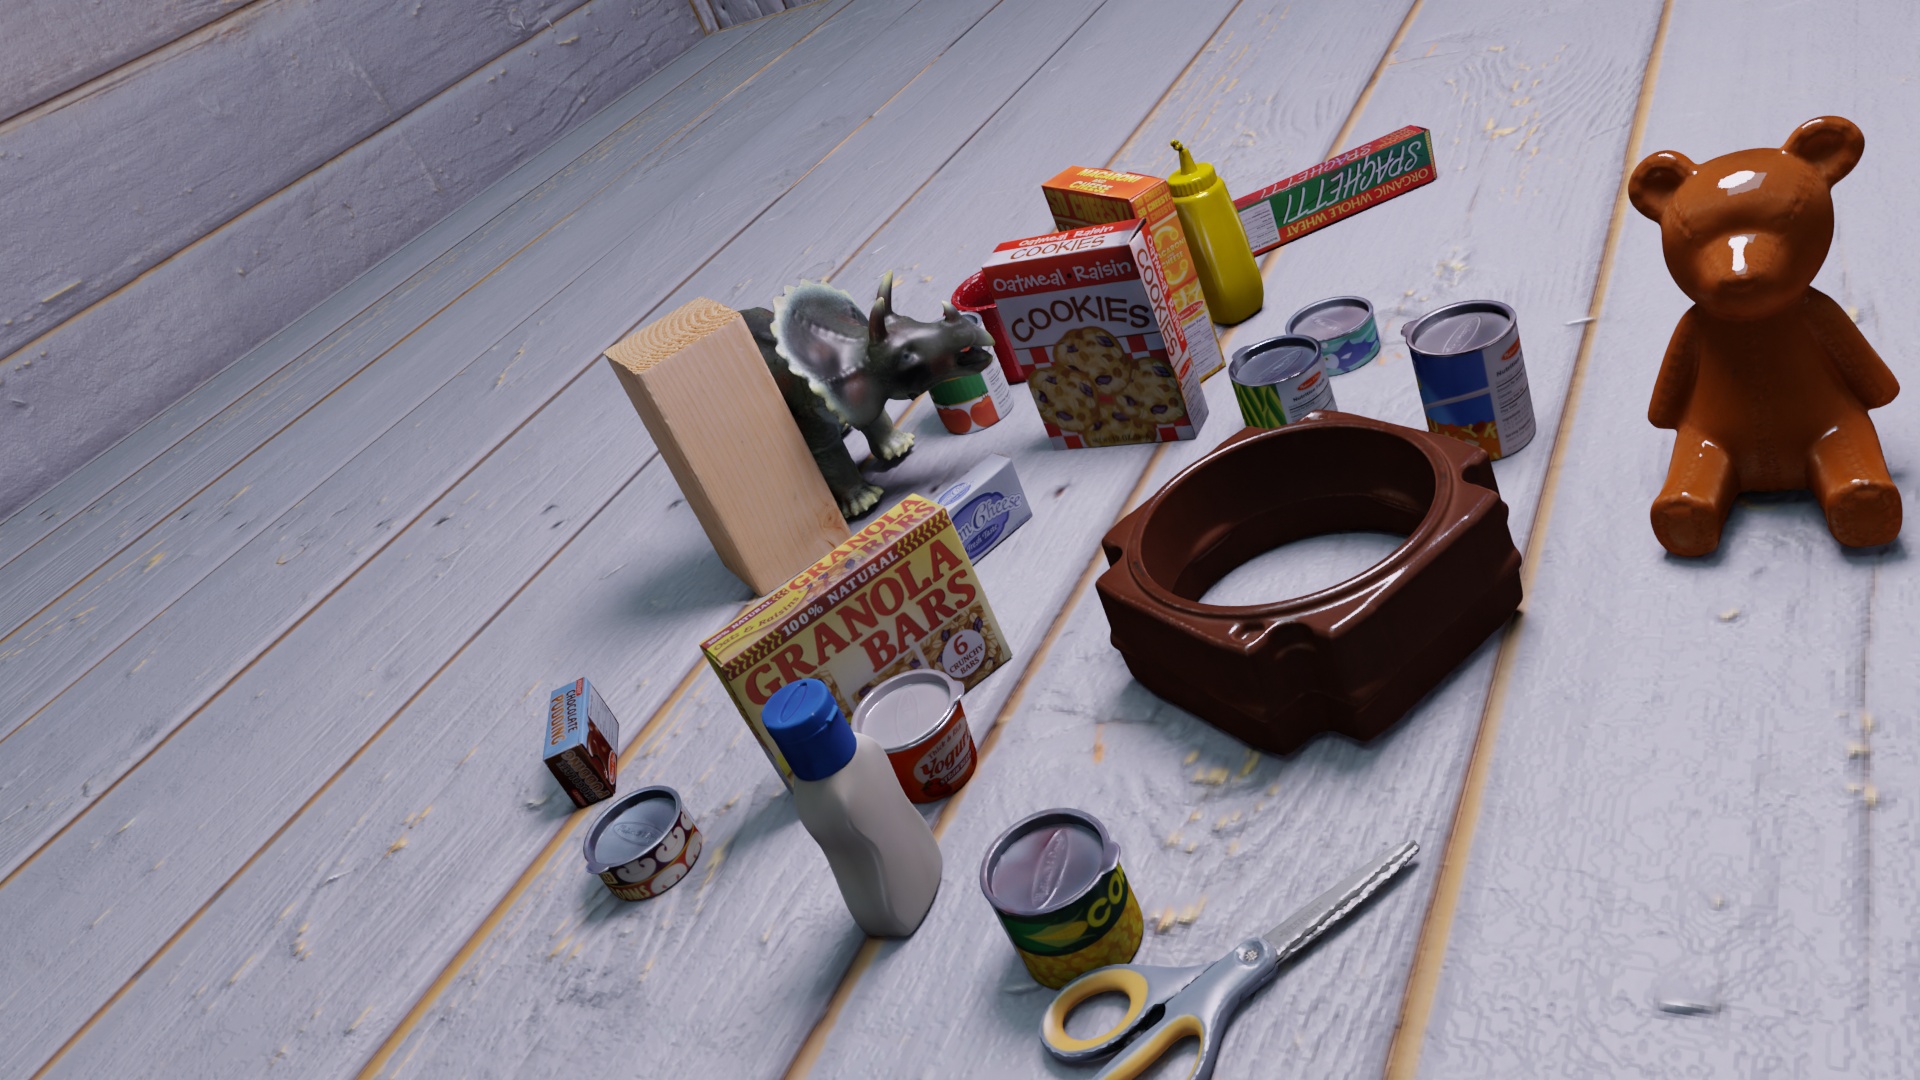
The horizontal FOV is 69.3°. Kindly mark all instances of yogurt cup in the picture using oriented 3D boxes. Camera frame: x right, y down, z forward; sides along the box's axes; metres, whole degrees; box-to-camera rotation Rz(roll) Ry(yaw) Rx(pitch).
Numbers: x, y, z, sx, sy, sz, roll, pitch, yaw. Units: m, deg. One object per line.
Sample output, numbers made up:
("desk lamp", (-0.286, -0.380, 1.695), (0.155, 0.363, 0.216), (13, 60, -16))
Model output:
("yogurt cup", (-0.024, 0.118, 0.822), (0.072, 0.053, 0.073), (-18, 31, 11))

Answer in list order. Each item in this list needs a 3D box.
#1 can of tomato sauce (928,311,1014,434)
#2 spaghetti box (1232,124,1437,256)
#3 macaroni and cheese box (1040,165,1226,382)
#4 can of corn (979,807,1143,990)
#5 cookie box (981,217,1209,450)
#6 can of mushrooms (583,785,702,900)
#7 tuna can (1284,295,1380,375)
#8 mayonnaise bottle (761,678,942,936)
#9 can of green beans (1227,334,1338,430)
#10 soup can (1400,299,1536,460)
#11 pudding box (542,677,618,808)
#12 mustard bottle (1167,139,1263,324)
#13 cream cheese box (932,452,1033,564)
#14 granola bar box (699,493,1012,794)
("can of tomato sauce", (0.000, -0.142, 1.179), (0.071, 0.082, 0.071), (-18, 31, 11))
("spaghetti box", (0.303, -0.300, 1.245), (0.250, 0.050, 0.029), (-23, 30, 2))
("macaroni and cheese box", (0.138, -0.213, 1.111), (0.040, 0.165, 0.124), (-34, 32, -16))
("can of corn", (0.052, 0.174, 0.675), (0.071, 0.058, 0.071), (-18, 31, 11))
("cookie box", (0.102, -0.150, 1.037), (0.123, 0.166, 0.040), (-2, 37, 33))
("can of mushrooms", (-0.196, 0.187, 0.854), (0.071, 0.033, 0.071), (-18, 31, 11))
("tuna can", (0.280, -0.153, 1.050), (0.071, 0.032, 0.071), (-18, 31, 11))
("mayonnaise bottle", (-0.056, 0.137, 0.721), (0.041, 0.147, 0.065), (-7, 34, 27))
("can of green beans", (0.229, -0.104, 0.985), (0.071, 0.057, 0.071), (-18, 31, 11))
("soup can", (0.324, -0.102, 0.888), (0.071, 0.083, 0.072), (-18, 31, 11))
("pudding box", (-0.261, 0.138, 0.960), (0.030, 0.049, 0.084), (-24, 30, 1))
("mustard bottle", (0.203, -0.256, 1.139), (0.049, 0.159, 0.065), (-31, 31, -11))
("cream cheese box", (0.004, -0.013, 1.005), (0.104, 0.053, 0.024), (-39, 33, -23))
("granola bar box", (-0.061, 0.068, 0.856), (0.166, 0.123, 0.039), (-36, 32, -19))
